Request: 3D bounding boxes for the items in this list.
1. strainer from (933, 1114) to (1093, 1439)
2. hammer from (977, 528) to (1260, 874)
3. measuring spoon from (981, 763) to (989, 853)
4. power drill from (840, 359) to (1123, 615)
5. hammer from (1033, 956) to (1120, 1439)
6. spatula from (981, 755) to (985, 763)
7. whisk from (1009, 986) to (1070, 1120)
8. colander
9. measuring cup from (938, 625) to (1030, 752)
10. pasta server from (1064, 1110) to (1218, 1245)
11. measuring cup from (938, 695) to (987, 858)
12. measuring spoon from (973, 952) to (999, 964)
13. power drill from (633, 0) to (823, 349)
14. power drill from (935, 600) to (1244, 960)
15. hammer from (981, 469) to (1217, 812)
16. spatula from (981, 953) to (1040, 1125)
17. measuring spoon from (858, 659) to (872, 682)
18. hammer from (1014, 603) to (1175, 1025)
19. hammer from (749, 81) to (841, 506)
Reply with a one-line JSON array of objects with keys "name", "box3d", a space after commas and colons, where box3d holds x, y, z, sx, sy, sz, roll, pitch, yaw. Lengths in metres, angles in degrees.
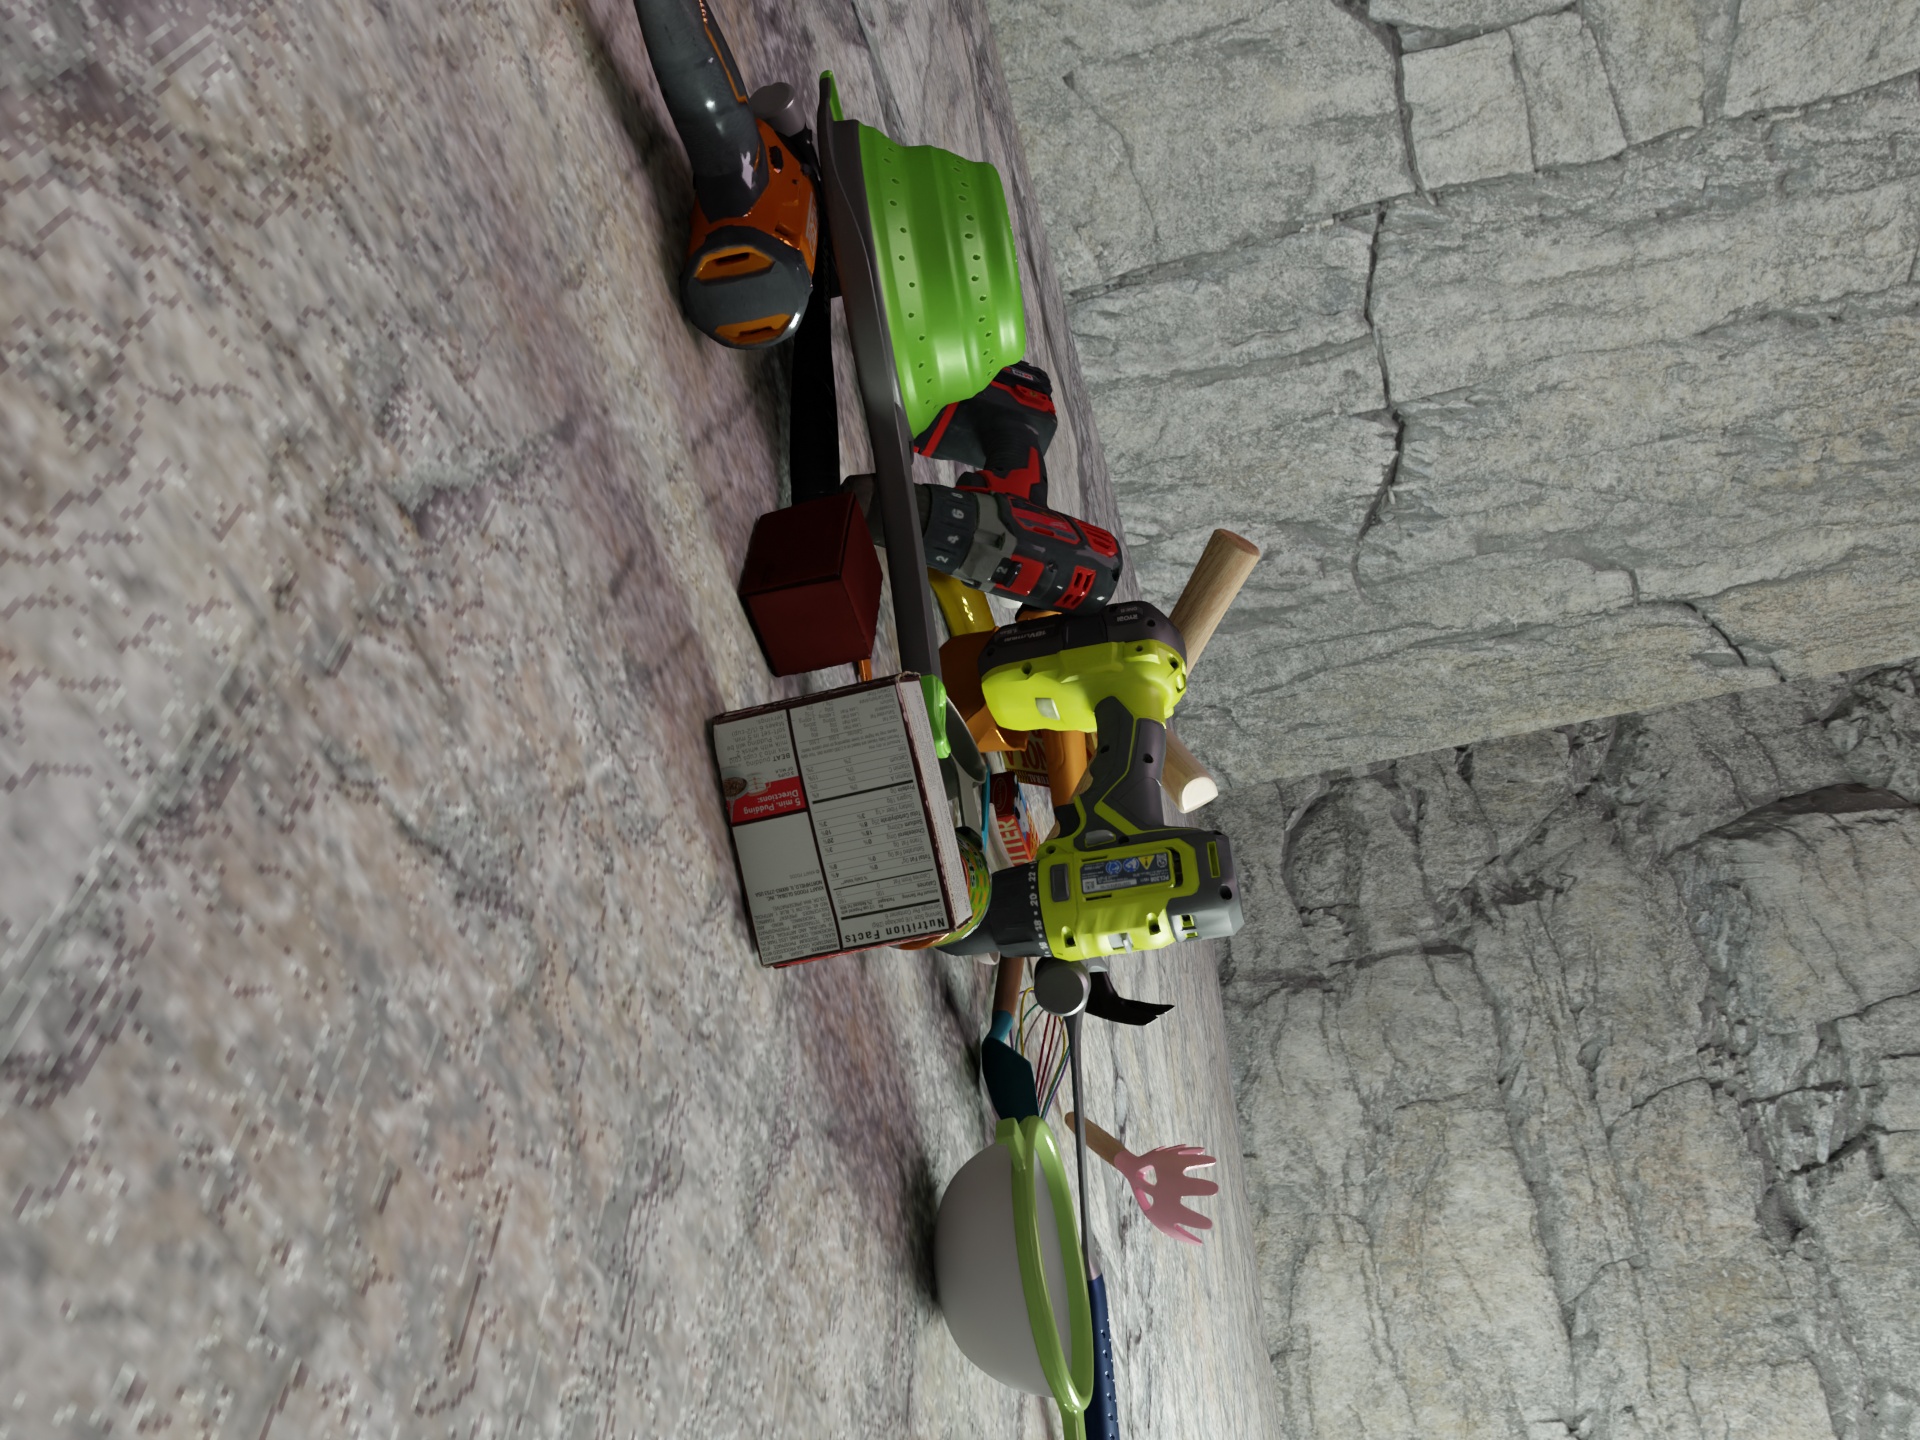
[{"name": "strainer", "box3d": [0.029, 0.340, 0.828, 0.151, 0.069, 0.257, 58, 24, -66]}, {"name": "hammer", "box3d": [0.114, 0.012, 1.128, 0.331, 0.130, 0.031, -63, 167, 22]}, {"name": "measuring spoon", "box3d": [0.008, 0.071, 1.119, 0.129, 0.021, 0.042, -84, 170, -55]}, {"name": "power drill", "box3d": [-0.002, -0.166, 1.046, 0.080, 0.187, 0.227, -59, -152, 34]}, {"name": "hammer", "box3d": [0.084, 0.346, 1.035, 0.144, 0.035, 0.405, -10, 97, -80]}, {"name": "spatula", "box3d": [-0.017, 0.046, 1.038, 0.316, 0.018, 0.060, -26, 97, -78]}, {"name": "whisk", "box3d": [0.054, 0.272, 1.098, 0.245, 0.051, 0.047, -78, 160, -57]}, {"name": "colander", "box3d": [-0.005, -0.174, 0.869, 0.204, 0.094, 0.397, 74, 7, -70]}, {"name": "measuring cup", "box3d": [-0.002, -0.004, 1.103, 0.174, 0.052, 0.095, -47, 128, -58]}, {"name": "pasta server", "box3d": [0.118, 0.312, 1.140, 0.316, 0.040, 0.060, 146, -45, -81]}, {"name": "measuring cup", "box3d": [-0.013, 0.043, 0.937, 0.083, 0.038, 0.168, 50, 18, -38]}, {"name": "measuring spoon", "box3d": [-0.004, 0.116, 1.054, 0.034, 0.018, 0.124, -83, 152, -54]}, {"name": "power drill", "box3d": [-0.120, -0.312, 0.750, 0.164, 0.084, 0.226, -91, 169, -46]}, {"name": "power drill", "box3d": [0.070, 0.045, 1.007, 0.080, 0.190, 0.229, 65, 19, -53]}, {"name": "hammer", "box3d": [0.100, -0.066, 1.322, 0.411, 0.038, 0.146, 57, -8, 49]}, {"name": "spatula", "box3d": [0.042, 0.197, 1.109, 0.318, 0.044, 0.082, -74, 158, -70]}, {"name": "measuring spoon", "box3d": [-0.066, -0.066, 0.940, 0.021, 0.011, 0.117, -41, 122, -77]}, {"name": "hammer", "box3d": [0.089, 0.069, 1.204, 0.034, 0.127, 0.336, -22, 112, -37]}, {"name": "hammer", "box3d": [-0.084, -0.209, 0.928, 0.146, 0.035, 0.335, 61, 21, -55]}]
